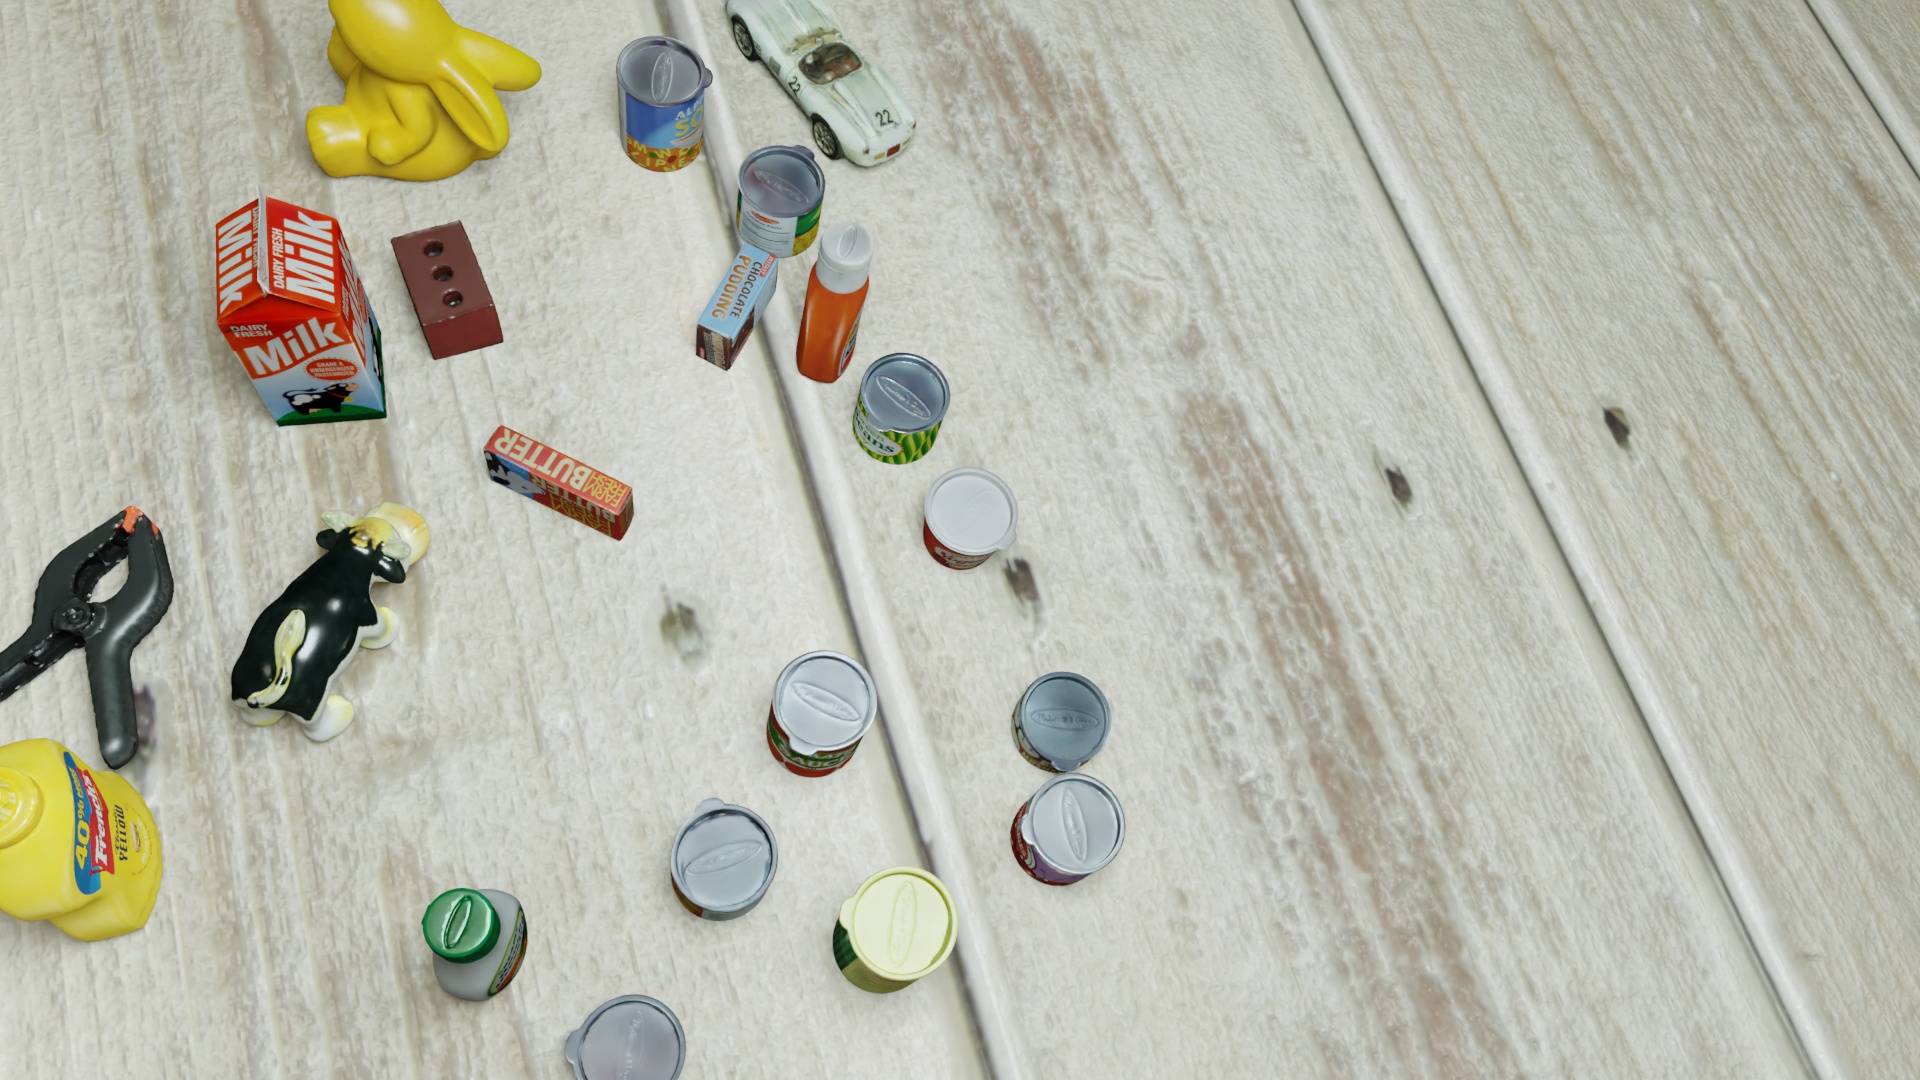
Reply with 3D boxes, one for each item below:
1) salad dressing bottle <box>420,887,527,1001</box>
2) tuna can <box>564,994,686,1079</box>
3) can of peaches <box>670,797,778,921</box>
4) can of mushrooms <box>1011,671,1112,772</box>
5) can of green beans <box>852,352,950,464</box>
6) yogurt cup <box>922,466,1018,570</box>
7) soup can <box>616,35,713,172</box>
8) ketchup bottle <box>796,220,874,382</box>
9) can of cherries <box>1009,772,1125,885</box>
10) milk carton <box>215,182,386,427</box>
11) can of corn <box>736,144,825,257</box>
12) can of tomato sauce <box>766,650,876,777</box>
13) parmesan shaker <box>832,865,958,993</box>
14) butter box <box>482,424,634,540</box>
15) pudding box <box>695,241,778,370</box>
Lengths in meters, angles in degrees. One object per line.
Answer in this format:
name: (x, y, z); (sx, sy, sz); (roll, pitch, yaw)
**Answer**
salad dressing bottle: (-0.279, 0.229, 0.799); (0.044, 0.147, 0.064); (18, 66, -4)
tuna can: (-0.203, 0.311, 0.843); (0.071, 0.032, 0.071); (4, 67, -10)
can of peaches: (-0.152, 0.204, 0.885); (0.071, 0.057, 0.071); (4, 67, -10)
can of mushrooms: (0.070, 0.130, 0.975); (0.071, 0.033, 0.071); (4, 67, -10)
can of green beans: (-0.045, -0.097, 1.033); (0.071, 0.057, 0.071); (4, 67, -10)
yogurt cup: (0.004, -0.013, 1.010); (0.072, 0.053, 0.072); (4, 67, -10)
soup can: (-0.230, -0.337, 1.080); (0.071, 0.083, 0.071); (4, 67, -10)
ketchup bottle: (-0.091, -0.175, 1.006); (0.043, 0.148, 0.065); (16, 66, -5)
can of cherries: (0.068, 0.195, 0.934); (0.071, 0.058, 0.072); (4, 67, -10)
milk carton: (-0.429, -0.148, 0.901); (0.073, 0.189, 0.072); (-7, 70, -14)
can of corn: (-0.140, -0.265, 1.083); (0.071, 0.058, 0.071); (4, 67, -10)
can of tomato sauce: (-0.094, 0.118, 0.919); (0.071, 0.082, 0.071); (4, 67, -10)
parmesan shaker: (-0.046, 0.243, 0.865); (0.071, 0.102, 0.071); (4, 67, -10)
butter box: (-0.277, -0.039, 0.963); (0.103, 0.053, 0.024); (26, 65, 0)
pudding box: (-0.168, -0.176, 1.045); (0.030, 0.049, 0.084); (25, 65, -1)
